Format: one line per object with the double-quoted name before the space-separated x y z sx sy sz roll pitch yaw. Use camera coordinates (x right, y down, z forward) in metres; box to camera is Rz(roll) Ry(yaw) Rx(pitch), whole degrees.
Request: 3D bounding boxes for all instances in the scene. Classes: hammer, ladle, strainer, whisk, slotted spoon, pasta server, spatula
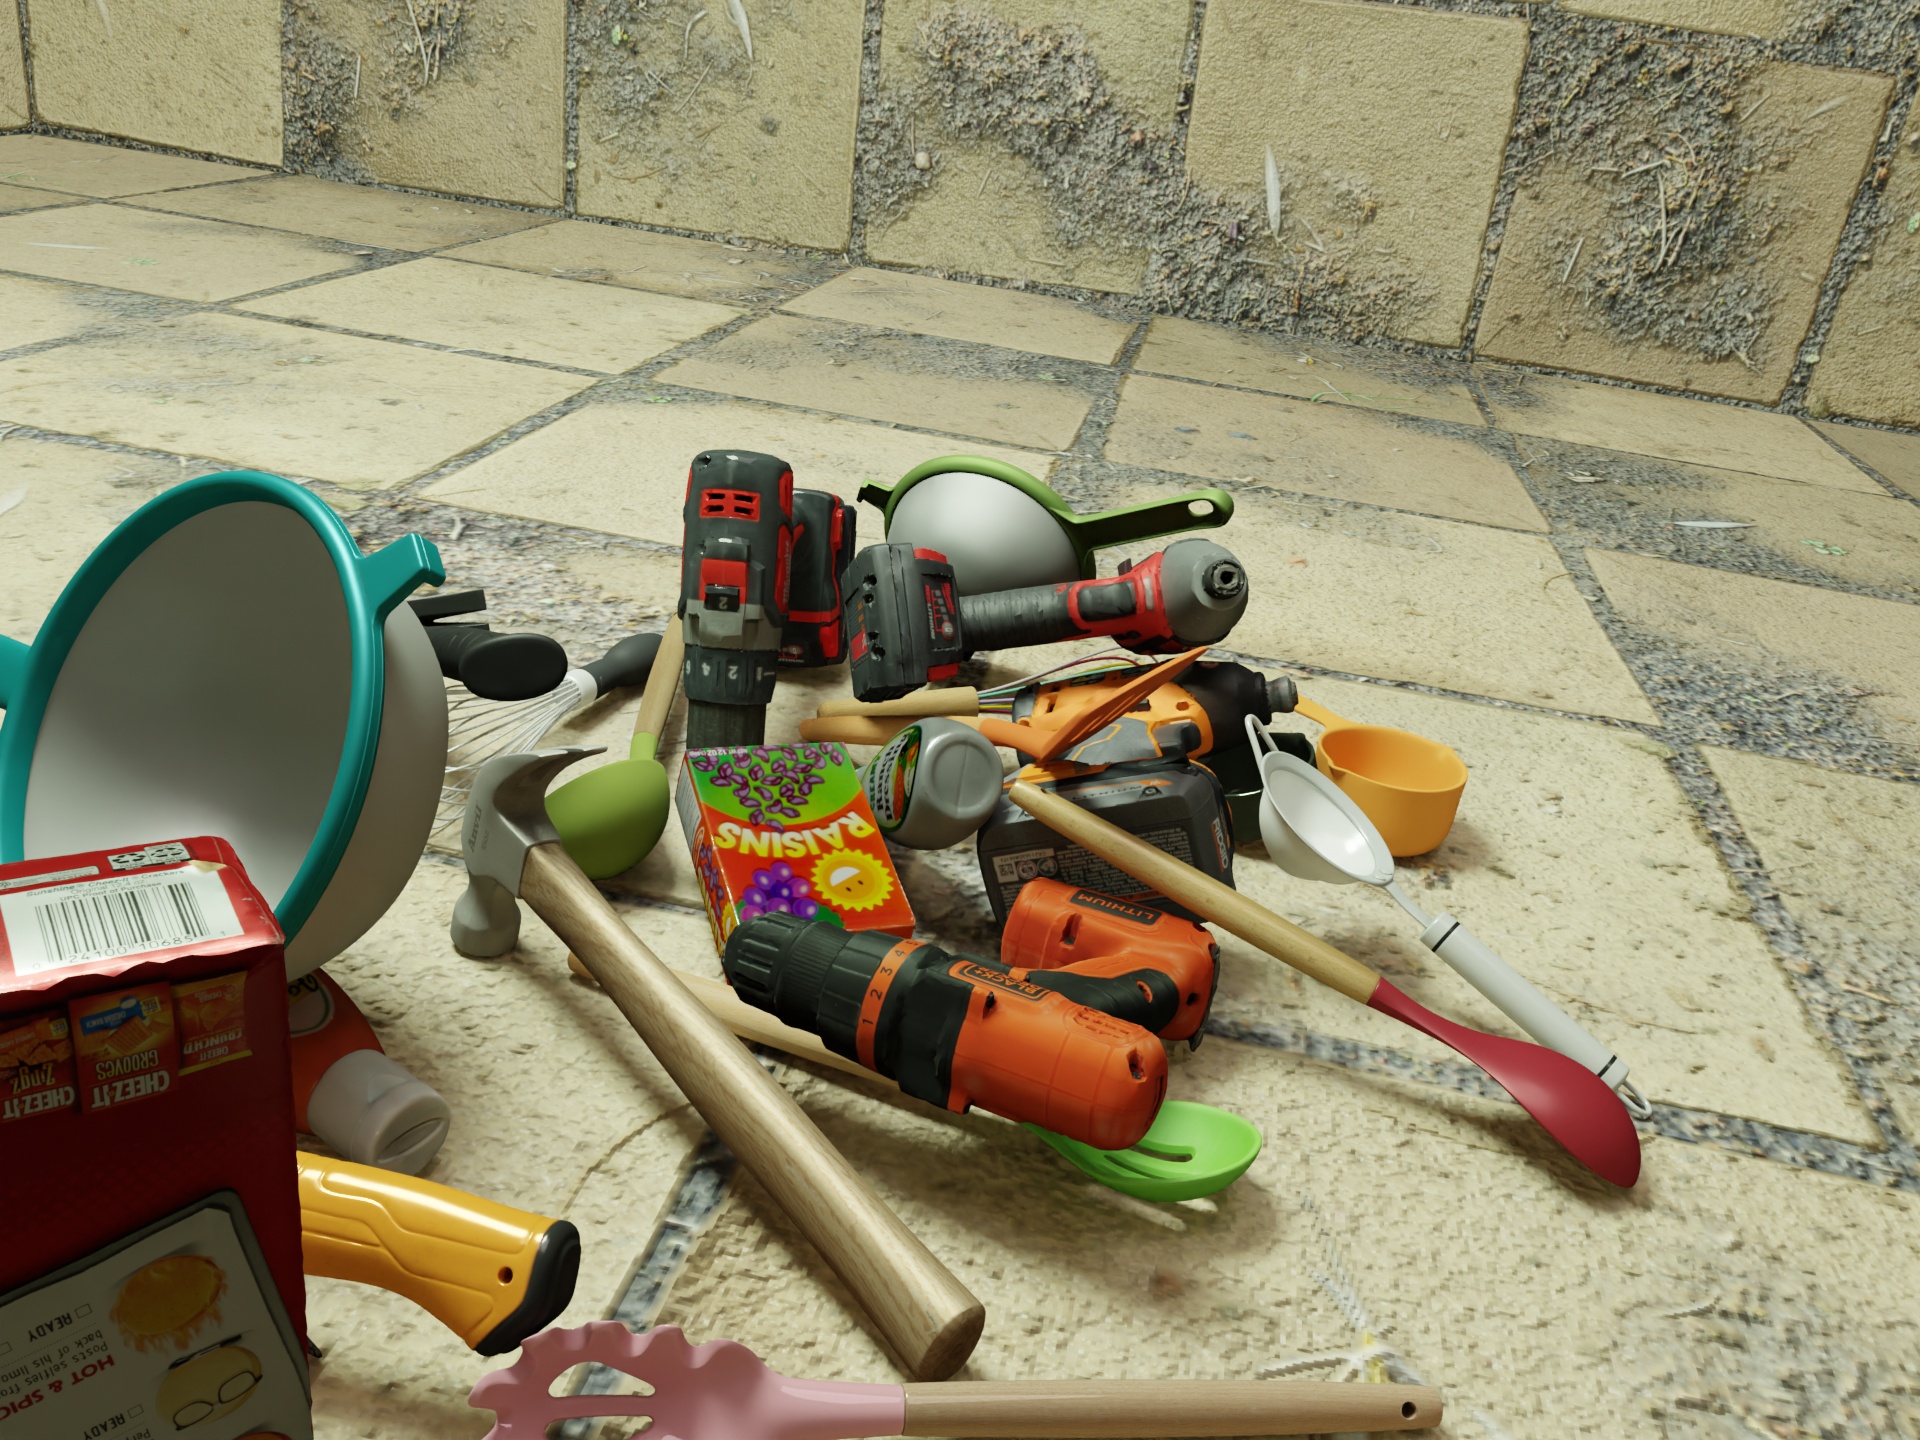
"hammer" -0.281 0.131 0.505 0.337 0.127 0.034 11 -12 7
"ladle" -0.182 -0.008 0.894 0.062 0.078 0.320 47 16 -21
"strainer" 0.222 0.098 0.763 0.259 0.050 0.087 43 26 20
"ladle" 0.159 0.107 0.705 0.315 0.031 0.069 29 18 12
"hammer" -0.285 -0.041 0.862 0.146 0.035 0.335 -12 12 -33
"strainer" 0.049 -0.098 1.001 0.256 0.151 0.069 -8 36 38
"whisk" -0.238 -0.008 0.910 0.070 0.070 0.284 14 20 14
"strainer" -0.319 0.004 0.646 0.340 0.211 0.095 15 -6 33
"hammer" -0.106 0.120 0.616 0.031 0.130 0.332 -11 39 -43
"slotted spoon" -0.030 0.143 0.669 0.314 0.031 0.070 14 17 19
"pasta server" 0.009 0.219 0.500 0.316 0.060 0.040 5 -12 -12
"spatula" -0.001 -0.003 0.836 0.081 0.041 0.323 -27 16 -33
"whisk" 0.028 -0.014 1.015 0.245 0.051 0.047 -6 62 -17

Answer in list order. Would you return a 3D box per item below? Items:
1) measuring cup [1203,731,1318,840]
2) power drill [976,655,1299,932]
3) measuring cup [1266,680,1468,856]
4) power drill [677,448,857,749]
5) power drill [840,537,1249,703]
"measuring cup" 0.149 0.032 0.958 0.083 0.038 0.168 -27 21 -22
"power drill" 0.099 0.028 0.849 0.164 0.084 0.227 -10 19 14
"measuring cup" 0.229 0.027 0.973 0.095 0.052 0.174 -7 26 -30
"power drill" -0.120 -0.062 0.960 0.080 0.188 0.227 5 6 4
"power drill" 0.050 -0.062 0.890 0.219 0.078 0.143 -6 -2 -11
